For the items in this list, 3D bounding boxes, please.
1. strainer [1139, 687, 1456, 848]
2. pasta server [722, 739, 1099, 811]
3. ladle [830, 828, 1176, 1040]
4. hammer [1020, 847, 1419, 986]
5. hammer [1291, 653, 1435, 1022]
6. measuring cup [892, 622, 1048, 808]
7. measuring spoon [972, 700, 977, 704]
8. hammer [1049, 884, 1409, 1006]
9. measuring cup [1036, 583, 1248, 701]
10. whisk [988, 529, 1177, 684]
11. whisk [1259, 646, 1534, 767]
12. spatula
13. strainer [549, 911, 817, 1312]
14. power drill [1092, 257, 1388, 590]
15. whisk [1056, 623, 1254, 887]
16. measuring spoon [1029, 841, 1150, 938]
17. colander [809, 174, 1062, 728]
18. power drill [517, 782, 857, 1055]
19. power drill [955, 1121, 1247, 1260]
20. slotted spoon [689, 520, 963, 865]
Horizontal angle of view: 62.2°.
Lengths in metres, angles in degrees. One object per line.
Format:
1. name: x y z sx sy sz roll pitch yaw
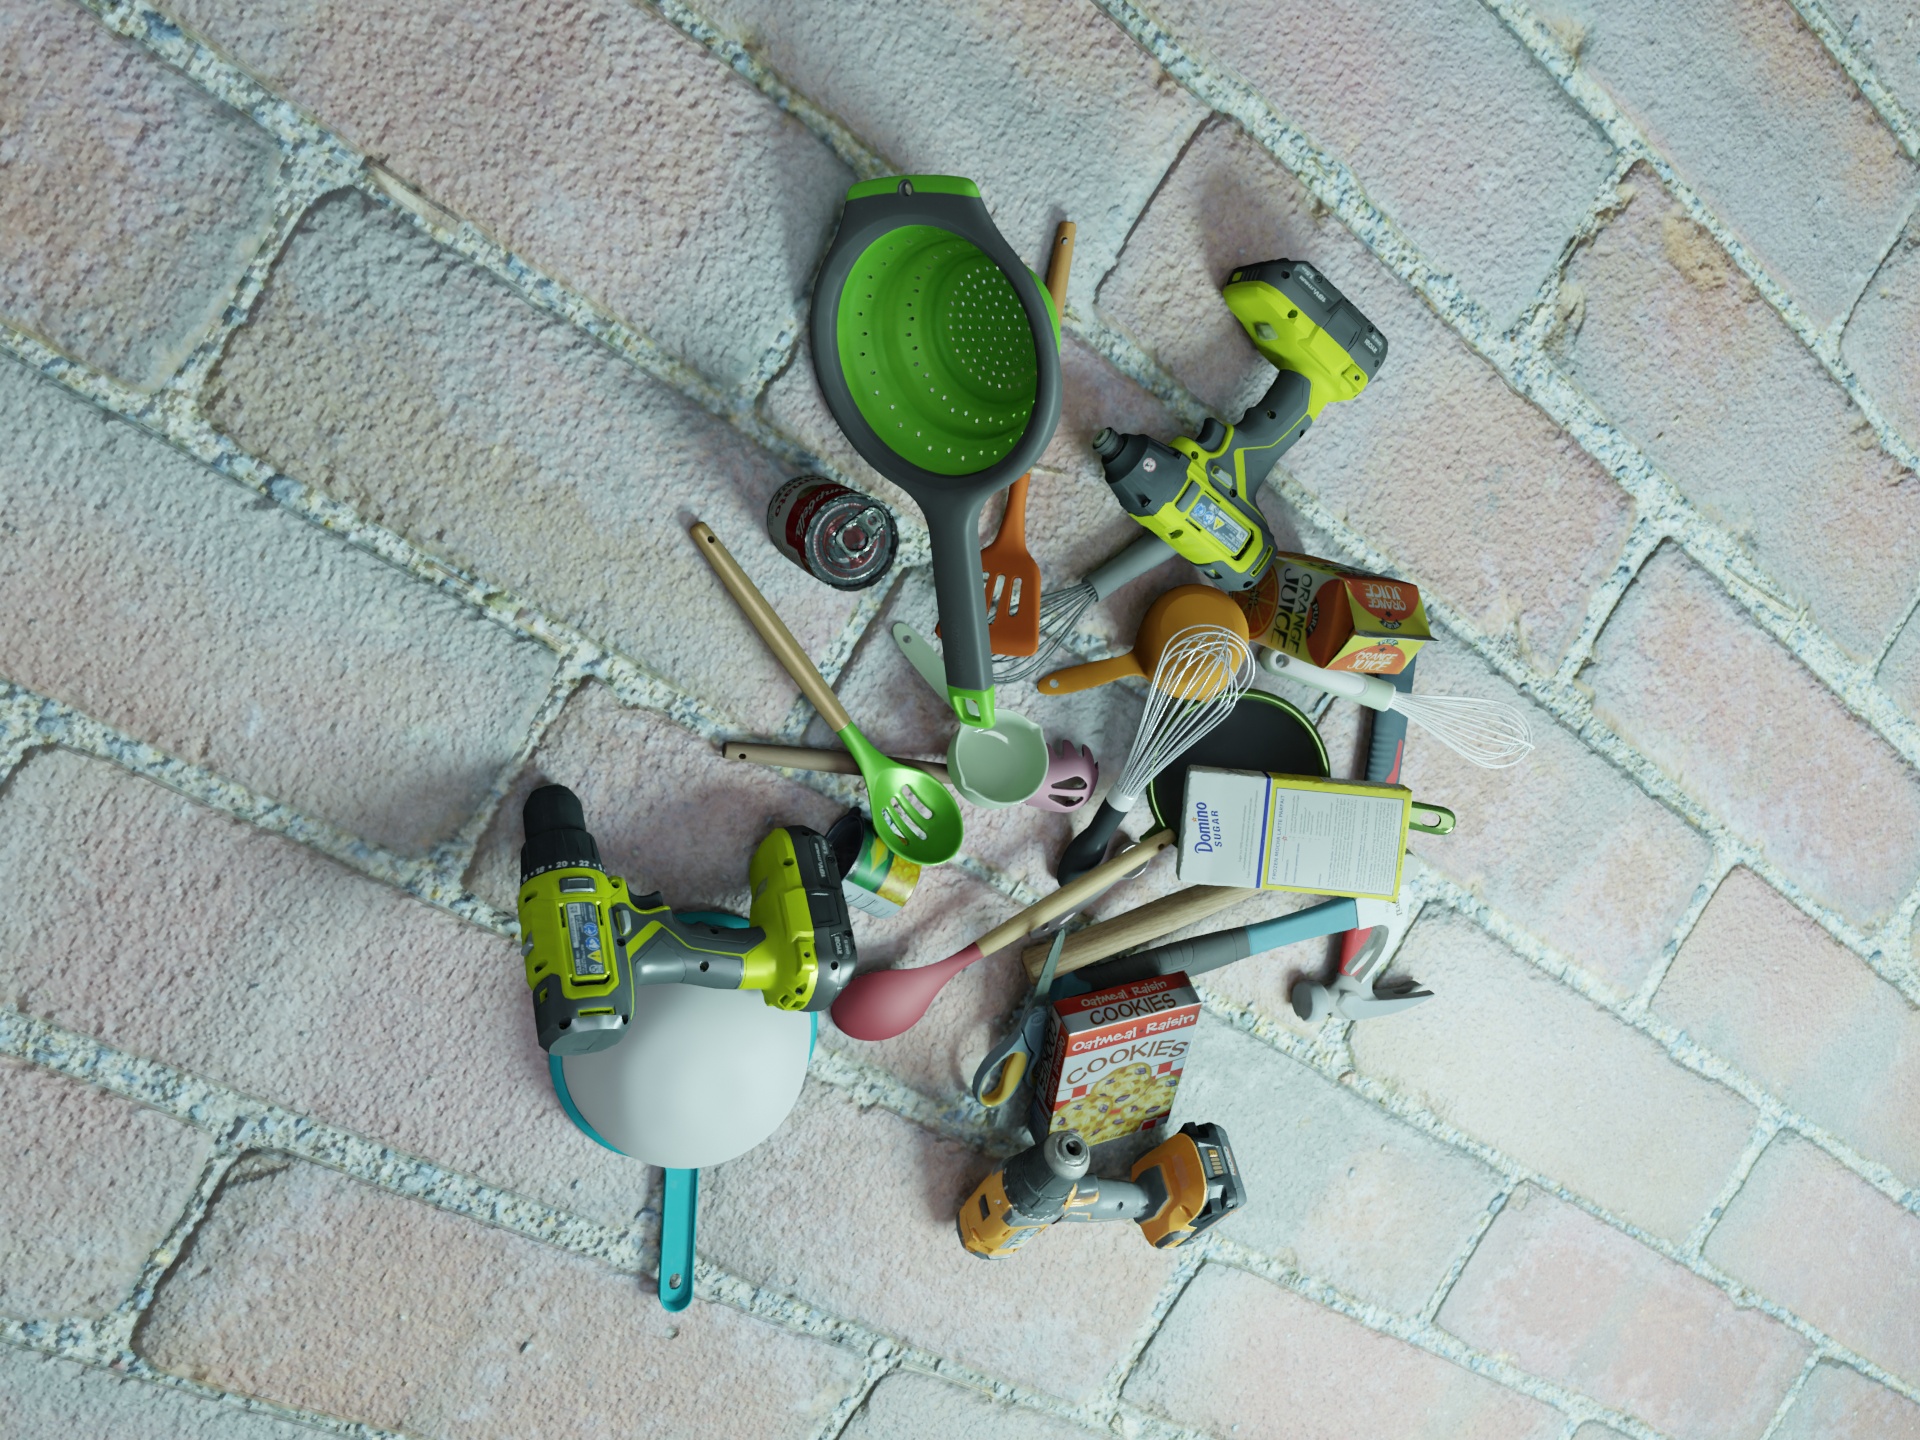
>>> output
1. strainer: 0.279 0.055 1.324 0.256 0.069 0.151 12 98 0
2. pasta server: -0.031 0.037 1.244 0.316 0.040 0.060 7 112 -20
3. ladle: 0.038 0.172 1.286 0.315 0.031 0.069 -30 121 -3
4. hammer: 0.208 0.148 1.343 0.331 0.130 0.031 -21 119 -4
5. hammer: 0.387 0.086 1.430 0.143 0.038 0.386 -3 107 -24
6. measuring cup: -0.002 -0.004 1.225 0.083 0.038 0.167 -38 88 -24
7. measuring spoon: 0.008 -0.028 1.248 0.021 0.011 0.116 -19 114 -17
8. hammer: 0.234 0.193 1.375 0.331 0.033 0.128 -14 106 -10
9. measuring cup: 0.145 -0.054 1.262 0.173 0.052 0.095 -16 77 -6
10. whisk: 0.105 -0.102 1.249 0.239 0.055 0.055 -34 116 -15
11. whisk: 0.370 -0.016 1.347 0.246 0.059 0.058 19 90 -2
12. spatula: 0.050 -0.211 1.193 0.081 0.041 0.322 12 100 10
13. strainer: -0.203 0.320 1.218 0.211 0.095 0.340 -1 105 -23
14. power drill: 0.213 -0.235 1.224 0.171 0.080 0.223 35 85 -24
15. whisk: 0.141 0.036 1.252 0.070 0.070 0.284 10 129 -25
16. measuring spoon: 0.106 0.142 1.344 0.124 0.018 0.034 -36 128 -2
17. colander: 0.010 -0.189 1.138 0.094 0.205 0.396 -35 126 -46
18. power drill: -0.203 0.134 1.139 0.228 0.191 0.080 2 149 -30
19. power drill: 0.128 0.393 1.350 0.226 0.084 0.185 3 142 -24
20. slotted spoon: -0.101 -0.018 1.176 0.070 0.031 0.313 -45 109 -29
